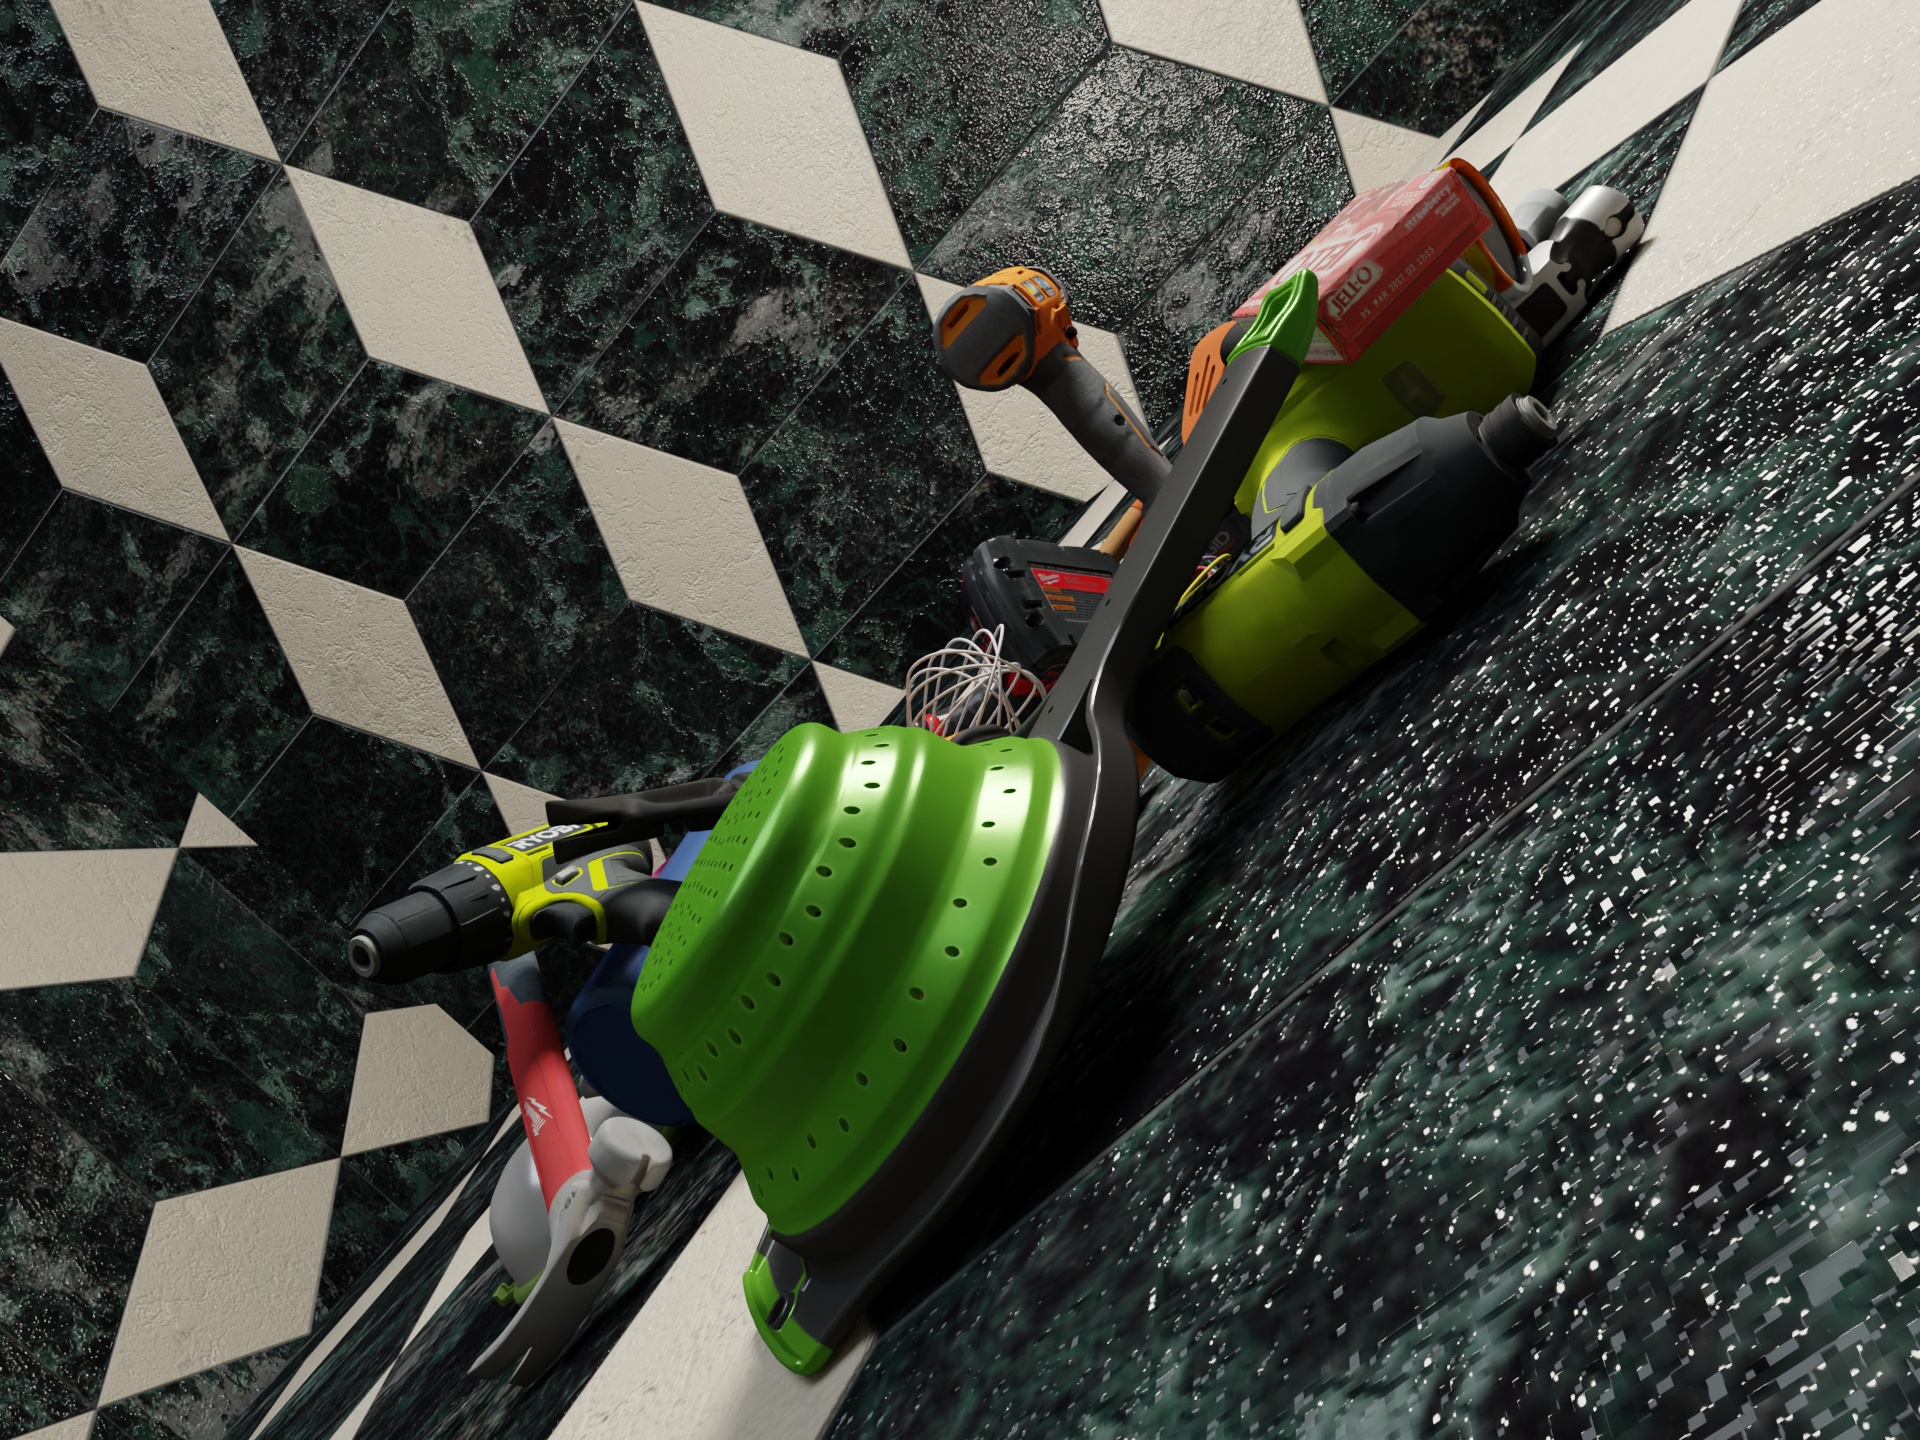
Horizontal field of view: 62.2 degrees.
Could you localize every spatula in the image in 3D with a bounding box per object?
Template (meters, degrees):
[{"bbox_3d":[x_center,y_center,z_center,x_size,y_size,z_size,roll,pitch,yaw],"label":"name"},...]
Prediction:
[{"bbox_3d":[0.100,-0.126,1.072,0.322,0.041,0.081,-55,11,-5],"label":"spatula"}]

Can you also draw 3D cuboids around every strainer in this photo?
[{"bbox_3d":[-0.218,0.250,1.023,0.151,0.069,0.256,-41,9,50],"label":"strainer"}]

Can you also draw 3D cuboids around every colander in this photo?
[{"bbox_3d":[-0.001,-0.002,0.519,0.397,0.094,0.204,-62,13,-12],"label":"colander"}]

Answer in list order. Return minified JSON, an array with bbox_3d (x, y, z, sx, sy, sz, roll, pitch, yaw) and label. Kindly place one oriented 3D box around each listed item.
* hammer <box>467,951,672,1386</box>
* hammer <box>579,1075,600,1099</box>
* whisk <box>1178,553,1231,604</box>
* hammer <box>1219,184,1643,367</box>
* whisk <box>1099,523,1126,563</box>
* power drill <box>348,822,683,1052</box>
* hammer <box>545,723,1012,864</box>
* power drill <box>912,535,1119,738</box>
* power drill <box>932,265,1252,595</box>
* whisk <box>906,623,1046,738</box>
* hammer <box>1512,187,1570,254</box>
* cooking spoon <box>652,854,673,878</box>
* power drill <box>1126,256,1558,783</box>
[{"bbox_3d":[-0.251,0.192,0.903,0.143,0.038,0.387,-59,30,8],"label":"hammer"},{"bbox_3d":[-0.169,0.148,1.220,0.331,0.031,0.130,-50,5,3],"label":"hammer"},{"bbox_3d":[0.058,0.009,0.779,0.245,0.051,0.047,-51,11,-11],"label":"whisk"},{"bbox_3d":[0.211,-0.203,0.851,0.146,0.035,0.335,-48,17,0],"label":"hammer"},{"bbox_3d":[0.124,-0.098,1.107,0.246,0.058,0.059,-73,-8,-73],"label":"whisk"},{"bbox_3d":[-0.188,0.114,0.851,0.190,0.229,0.080,-22,-62,-55],"label":"power drill"},{"bbox_3d":[-0.084,0.035,0.748,0.127,0.034,0.337,-9,-1,-33],"label":"hammer"},{"bbox_3d":[-0.001,-0.003,0.900,0.143,0.079,0.219,1,-37,-46],"label":"power drill"},{"bbox_3d":[0.093,-0.189,0.982,0.084,0.226,0.164,-44,5,27],"label":"power drill"},{"bbox_3d":[-0.015,0.041,0.842,0.070,0.070,0.284,-50,-9,-32],"label":"whisk"},{"bbox_3d":[0.238,-0.202,1.001,0.128,0.033,0.331,-48,5,-28],"label":"hammer"},{"bbox_3d":[-0.115,0.088,1.154,0.319,0.017,0.069,-21,44,28],"label":"cooking spoon"},{"bbox_3d":[0.150,-0.088,0.594,0.171,0.080,0.223,-43,10,36],"label":"power drill"}]
